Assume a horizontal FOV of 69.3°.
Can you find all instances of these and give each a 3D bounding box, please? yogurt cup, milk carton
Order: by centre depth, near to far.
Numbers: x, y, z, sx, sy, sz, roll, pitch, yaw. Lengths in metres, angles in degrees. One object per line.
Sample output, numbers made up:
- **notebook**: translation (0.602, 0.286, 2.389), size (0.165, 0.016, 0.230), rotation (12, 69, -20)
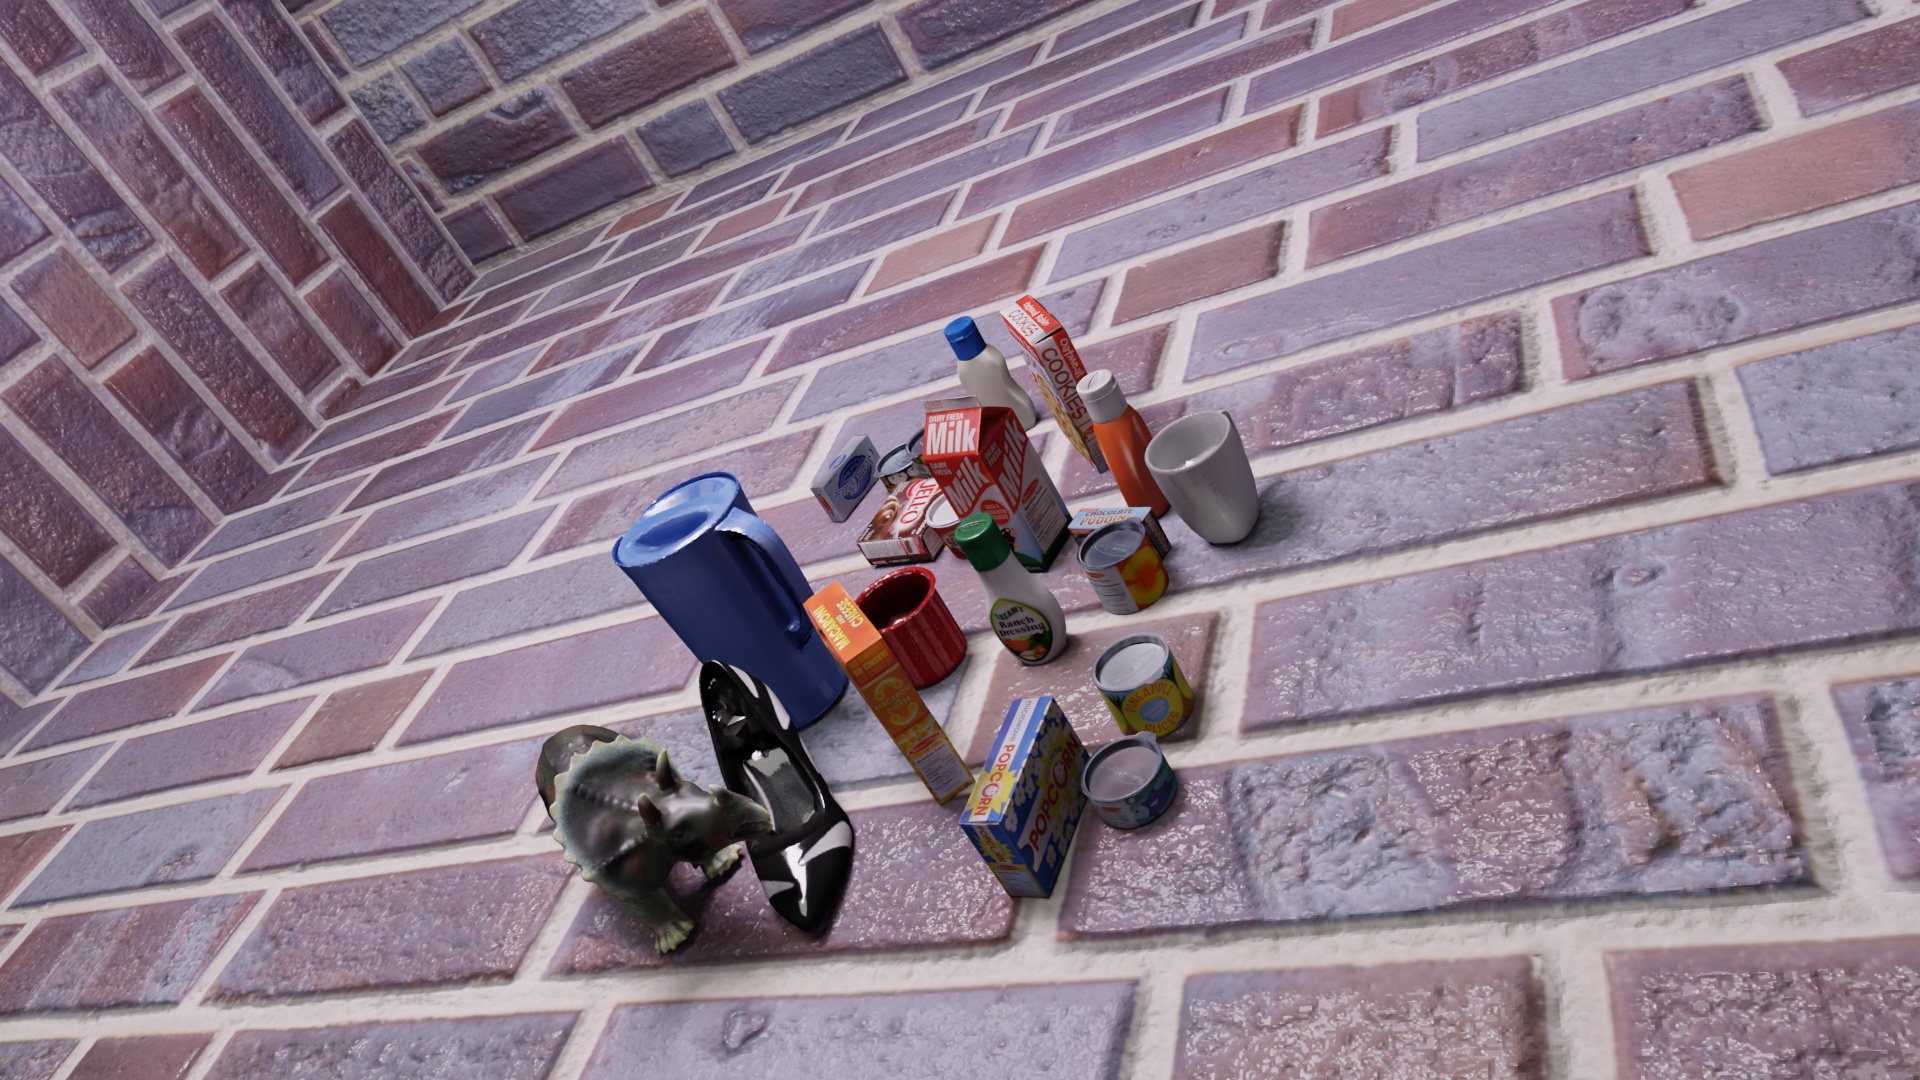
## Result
- **milk carton**: translation (0.031, -0.062, 1.342), size (0.072, 0.190, 0.074), rotation (-3, 40, 41)
- **yogurt cup**: translation (0.005, -0.018, 1.438), size (0.072, 0.053, 0.073), rotation (-23, 30, 14)

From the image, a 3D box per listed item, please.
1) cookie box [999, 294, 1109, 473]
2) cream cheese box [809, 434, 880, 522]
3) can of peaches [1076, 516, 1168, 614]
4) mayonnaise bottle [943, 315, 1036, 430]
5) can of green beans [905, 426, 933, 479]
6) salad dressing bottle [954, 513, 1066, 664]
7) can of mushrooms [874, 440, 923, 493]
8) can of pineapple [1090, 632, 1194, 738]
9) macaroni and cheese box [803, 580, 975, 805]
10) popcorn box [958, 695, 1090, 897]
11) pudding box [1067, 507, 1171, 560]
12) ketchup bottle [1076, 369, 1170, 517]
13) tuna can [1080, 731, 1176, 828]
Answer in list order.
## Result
- **cookie box**: translation (0.109, -0.166, 1.456), size (0.040, 0.167, 0.123), rotation (-31, 29, 0)
- **cream cheese box**: translation (-0.132, -0.074, 1.650), size (0.024, 0.053, 0.104), rotation (-3, 39, 40)
- **can of peaches**: translation (0.147, 0.022, 1.241), size (0.071, 0.058, 0.071), rotation (-23, 30, 14)
- **mayonnaise bottle**: translation (0.030, -0.185, 1.577), size (0.064, 0.147, 0.041), rotation (-19, 31, 20)
- **can of green beans**: translation (-0.020, -0.095, 1.576), size (0.071, 0.057, 0.071), rotation (-23, 30, 14)
- **salad dressing bottle**: translation (0.043, 0.042, 1.214), size (0.064, 0.147, 0.044), rotation (-13, 33, 29)
- **can of mushrooms**: translation (-0.066, -0.084, 1.626), size (0.071, 0.033, 0.071), rotation (-23, 30, 14)
- **can of pineapple**: translation (0.145, 0.116, 1.098), size (0.071, 0.057, 0.071), rotation (-23, 30, 14)
- **macaroni and cheese box**: translation (-0.061, 0.126, 1.159), size (0.040, 0.166, 0.124), rotation (-35, 29, -7)
- **popcorn box**: translation (0.053, 0.190, 1.040), size (0.038, 0.085, 0.127), rotation (-9, 35, 33)
- **pudding box**: translation (0.148, -0.005, 1.291), size (0.083, 0.049, 0.030), rotation (1, 42, 43)
- **ketchup bottle**: translation (0.157, -0.093, 1.318), size (0.043, 0.148, 0.065), rotation (-11, 35, 32)
- **tuna can**: translation (0.128, 0.179, 1.042), size (0.071, 0.032, 0.071), rotation (-23, 30, 14)
